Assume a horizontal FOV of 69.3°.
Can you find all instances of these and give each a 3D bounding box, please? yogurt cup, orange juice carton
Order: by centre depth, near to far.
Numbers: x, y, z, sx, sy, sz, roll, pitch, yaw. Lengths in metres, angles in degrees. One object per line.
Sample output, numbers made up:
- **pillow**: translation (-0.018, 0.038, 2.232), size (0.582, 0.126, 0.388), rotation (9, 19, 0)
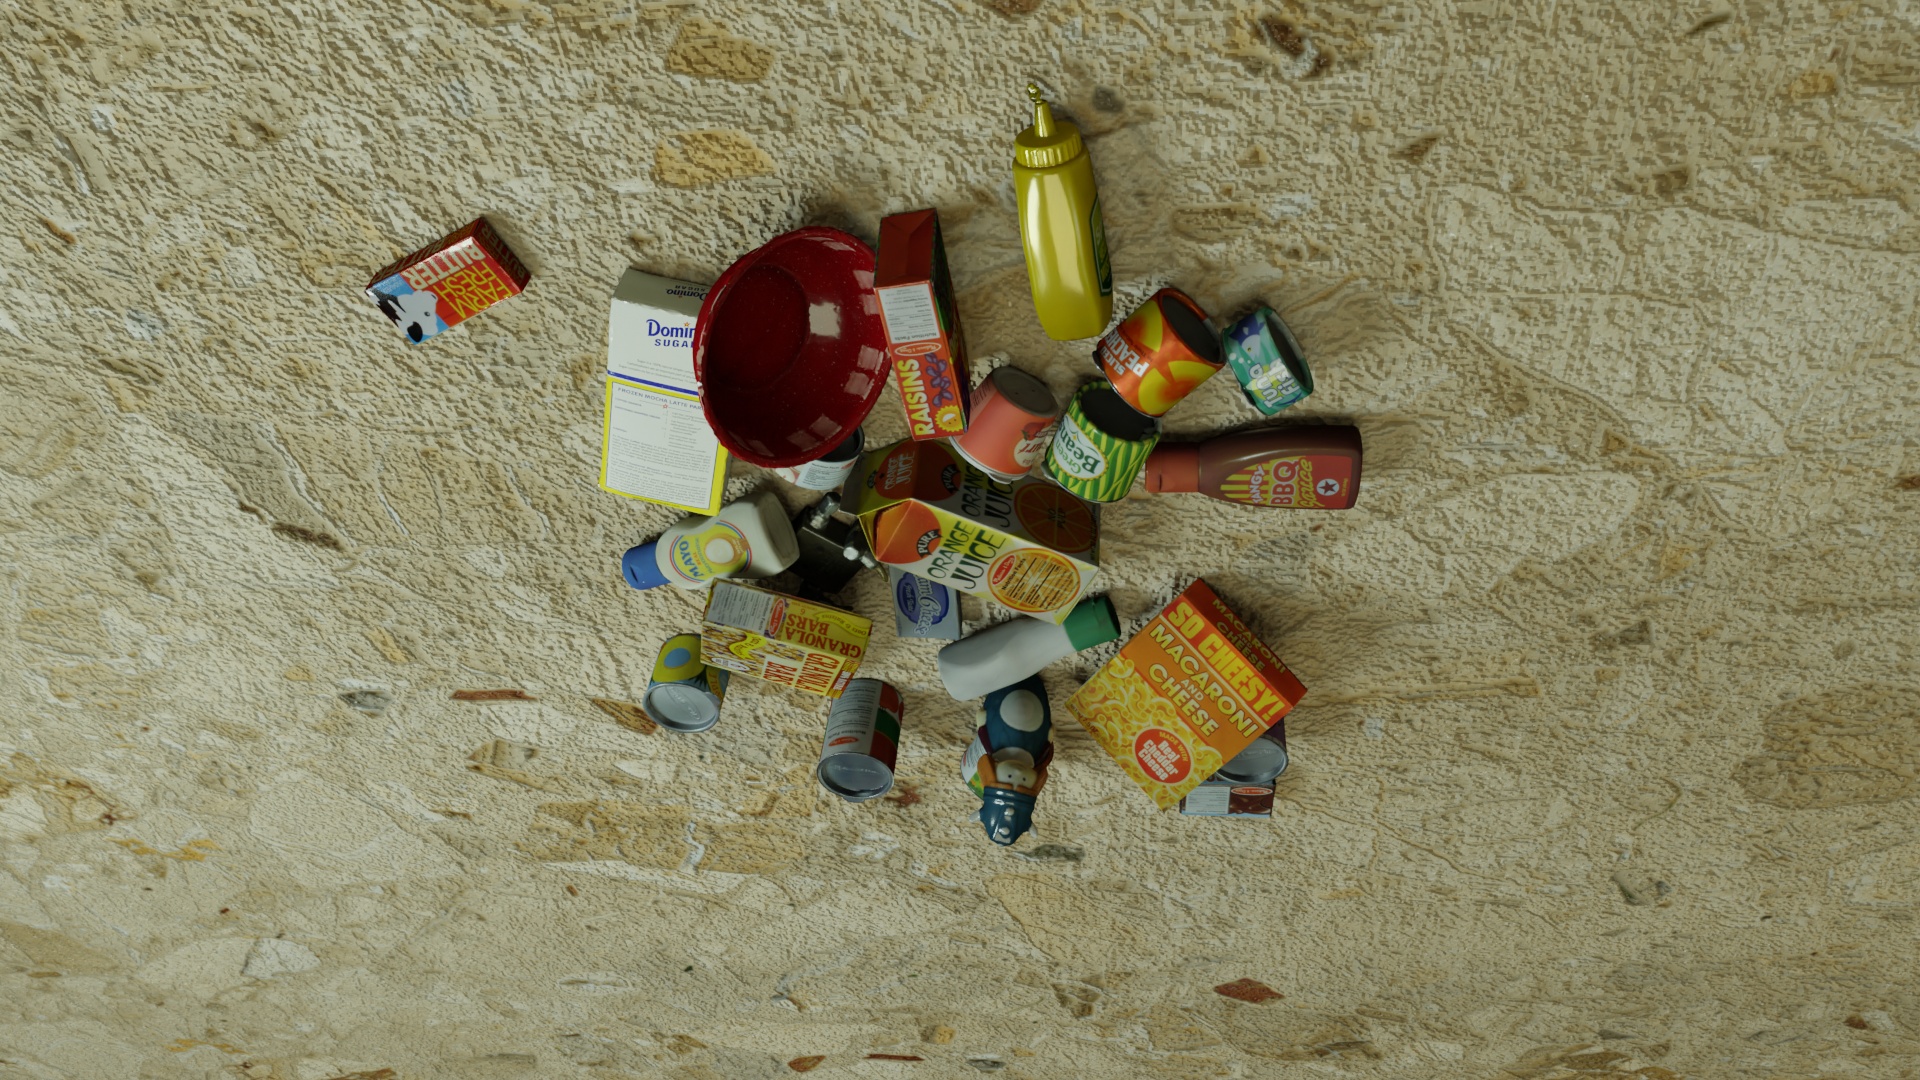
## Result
- **yogurt cup**: translation (0.032, -0.084, 0.965), size (0.072, 0.073, 0.053), rotation (24, 123, -16)
- **orange juice carton**: translation (0.004, -0.013, 1.028), size (0.193, 0.072, 0.072), rotation (20, 132, -12)

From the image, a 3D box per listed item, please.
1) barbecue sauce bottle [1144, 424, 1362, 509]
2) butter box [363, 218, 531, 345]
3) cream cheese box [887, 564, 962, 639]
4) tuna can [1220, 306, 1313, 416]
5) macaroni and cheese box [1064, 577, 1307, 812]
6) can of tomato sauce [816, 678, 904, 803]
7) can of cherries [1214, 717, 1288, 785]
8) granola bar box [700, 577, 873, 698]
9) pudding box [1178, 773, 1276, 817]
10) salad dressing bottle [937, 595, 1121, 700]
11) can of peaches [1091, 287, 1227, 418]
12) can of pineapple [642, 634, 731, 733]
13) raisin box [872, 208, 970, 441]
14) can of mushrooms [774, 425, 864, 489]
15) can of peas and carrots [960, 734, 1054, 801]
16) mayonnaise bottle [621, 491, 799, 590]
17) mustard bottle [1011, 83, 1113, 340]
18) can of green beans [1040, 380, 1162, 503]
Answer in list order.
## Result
- **barbecue sauce bottle**: translation (0.206, -0.052, 0.987), size (0.148, 0.044, 0.064), rotation (1, 135, 7)
- **butter box**: translation (-0.350, -0.176, 0.948), size (0.103, 0.024, 0.053), rotation (-19, 129, 23)
- **cream cheese box**: translation (-0.028, 0.037, 1.112), size (0.053, 0.024, 0.103), rotation (1, 133, 6)
- **tuna can**: translation (0.201, -0.116, 0.908), size (0.032, 0.071, 0.071), rotation (-28, 124, 28)
- **macaroni and cheese box**: translation (0.179, 0.126, 1.125), size (0.124, 0.040, 0.165), rotation (47, 128, 8)
- **can of tomato sauce**: translation (-0.085, 0.173, 1.207), size (0.071, 0.083, 0.070), rotation (3, 134, 4)
- **can of cherries**: translation (0.242, 0.163, 1.176), size (0.071, 0.059, 0.071), rotation (4, 134, 4)
- **granola bar box**: translation (-0.142, 0.080, 1.106), size (0.124, 0.039, 0.165), rotation (16, 162, -6)
- **pudding box**: translation (0.240, 0.224, 1.254), size (0.084, 0.030, 0.049), rotation (0, 132, 6)
- **salad dressing bottle**: translation (0.056, 0.085, 1.126), size (0.147, 0.064, 0.044), rotation (-21, 111, 15)
- **can of peaches**: translation (0.131, -0.124, 0.910), size (0.071, 0.071, 0.058), rotation (34, 127, -24)
- **can of pineapple**: translation (-0.232, 0.123, 1.194), size (0.071, 0.058, 0.070), rotation (3, 134, 3)
- **raisin box**: translation (-0.023, -0.139, 0.902), size (0.040, 0.086, 0.122), rotation (-7, 132, 7)
- **can of mushrooms**: translation (-0.106, -0.072, 0.992), size (0.071, 0.071, 0.033), rotation (20, 133, -12)
- **can of peas and carrots**: translation (0.043, 0.191, 1.221), size (0.071, 0.071, 0.058), rotation (20, 132, -12)
- **mayonnaise bottle**: translation (-0.198, 0.008, 1.081), size (0.148, 0.041, 0.064), rotation (-14, 105, 29)
- **mustard bottle**: translation (0.061, -0.202, 0.850), size (0.049, 0.066, 0.159), rotation (-3, 129, 15)
- **can of green beans**: translation (0.099, -0.069, 0.967), size (0.071, 0.071, 0.057), rotation (17, 133, -9)
